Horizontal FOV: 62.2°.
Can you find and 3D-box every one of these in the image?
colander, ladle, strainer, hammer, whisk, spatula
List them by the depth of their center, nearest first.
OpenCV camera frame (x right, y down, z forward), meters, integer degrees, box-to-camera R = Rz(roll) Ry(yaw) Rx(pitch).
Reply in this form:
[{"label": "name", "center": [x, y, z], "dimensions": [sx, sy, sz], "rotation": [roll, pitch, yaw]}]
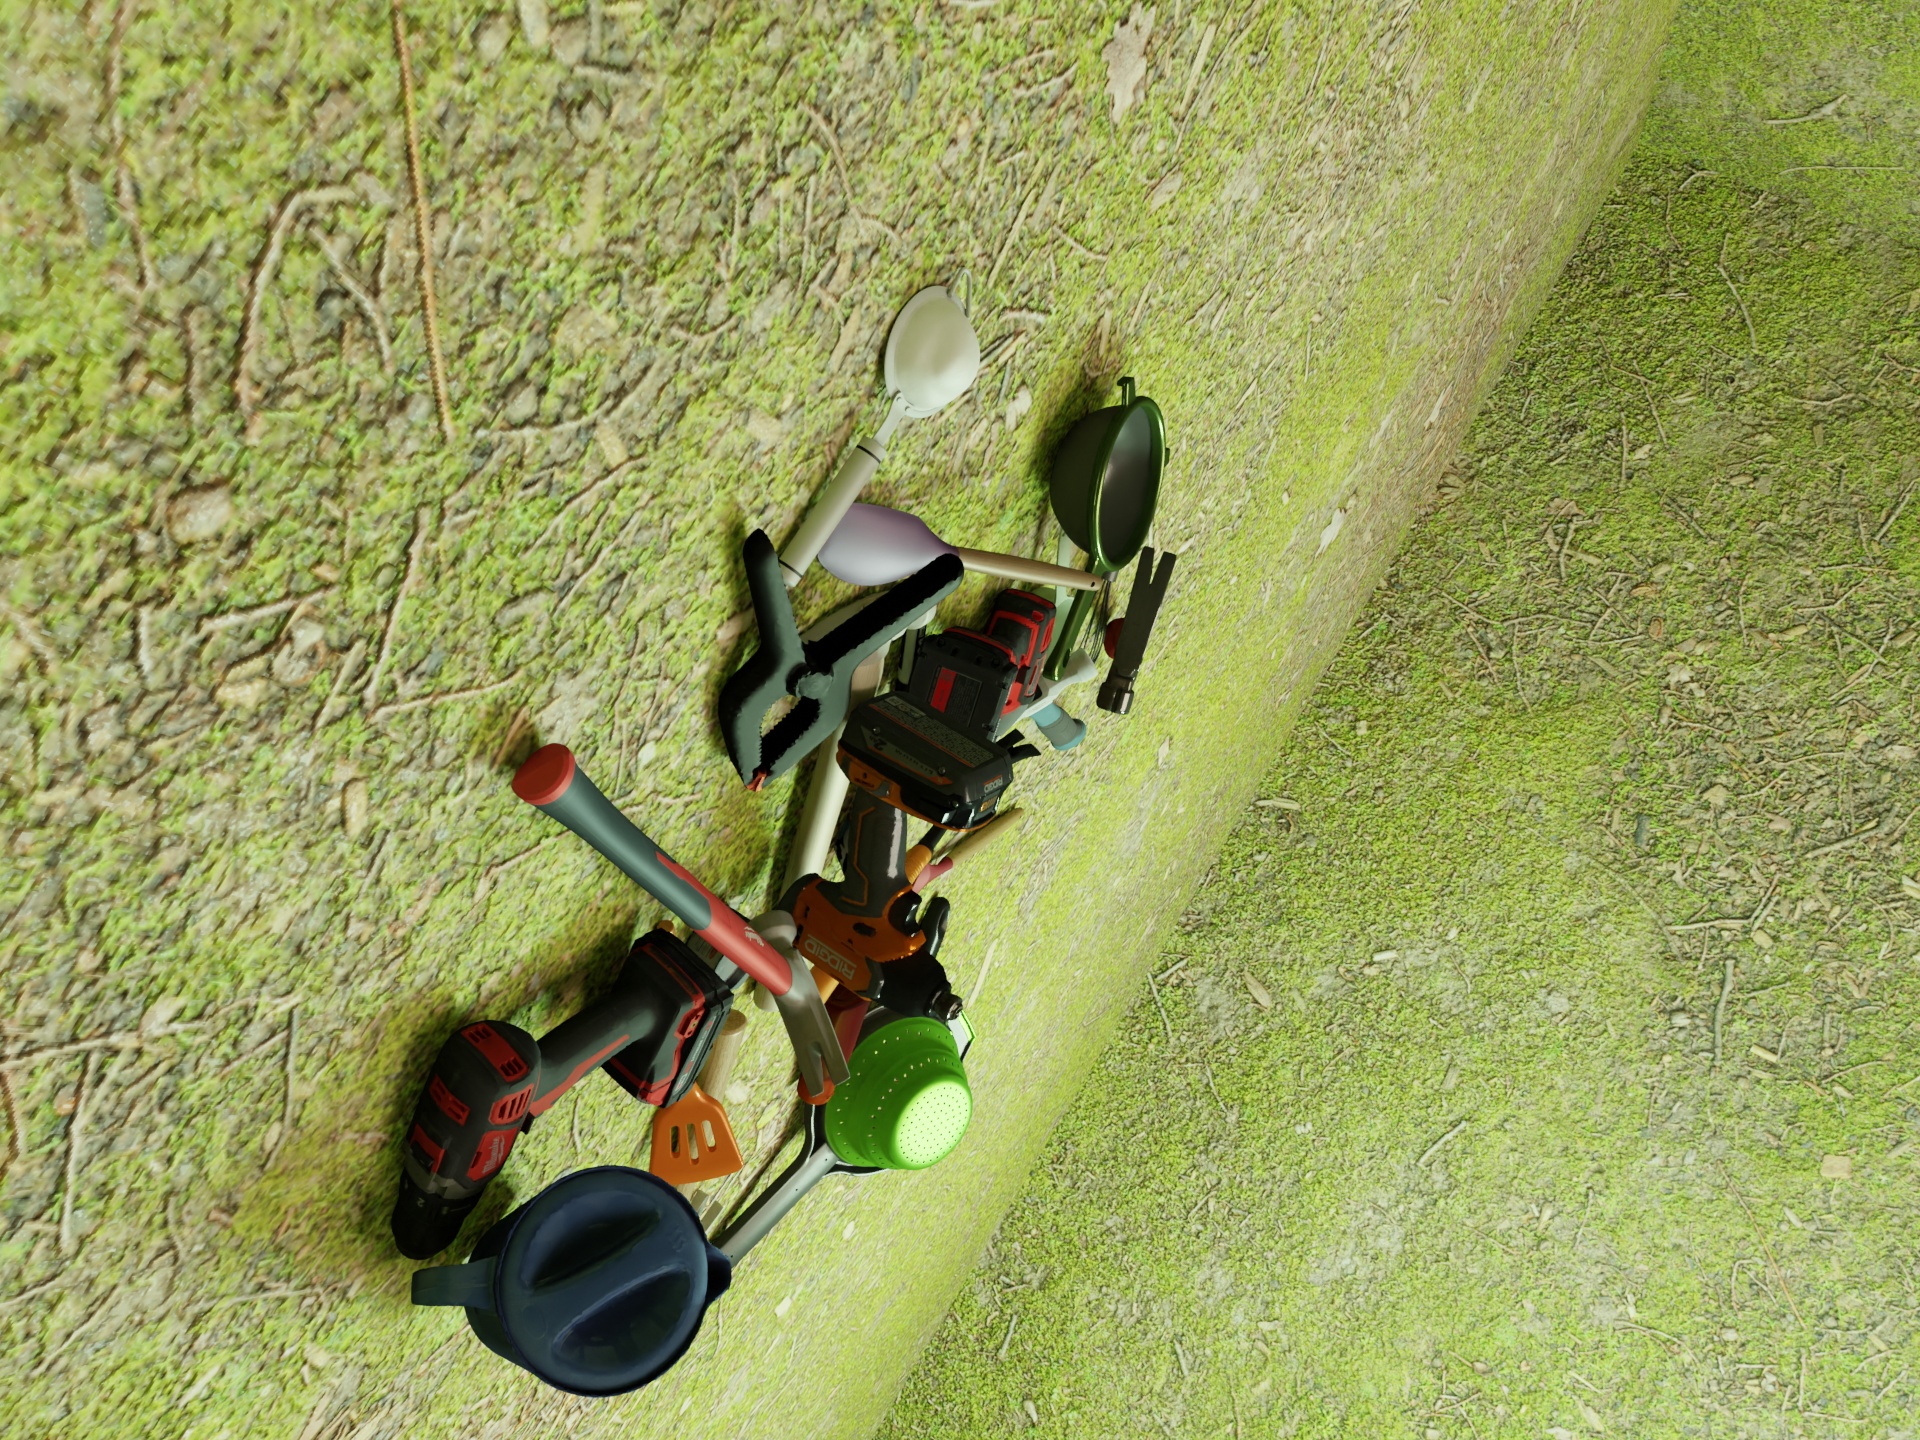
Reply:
[{"label": "hammer", "center": [-0.169, 0.128, 1.017], "dimensions": [0.038, 0.143, 0.385], "rotation": [-28, 148, 2]}, {"label": "strainer", "center": [-0.051, -0.180, 1.029], "dimensions": [0.258, 0.050, 0.086], "rotation": [-56, 145, -3]}, {"label": "spatula", "center": [0.009, -0.117, 1.185], "dimensions": [0.315, 0.018, 0.059], "rotation": [3, 117, -50]}, {"label": "spatula", "center": [-0.218, 0.266, 1.249], "dimensions": [0.081, 0.041, 0.322], "rotation": [-7, 137, -11]}, {"label": "hammer", "center": [-0.118, 0.083, 1.252], "dimensions": [0.146, 0.038, 0.410], "rotation": [-34, 149, -50]}, {"label": "strainer", "center": [0.100, -0.158, 1.355], "dimensions": [0.256, 0.069, 0.151], "rotation": [-69, 155, -9]}, {"label": "hammer", "center": [-0.048, 0.136, 1.393], "dimensions": [0.127, 0.034, 0.337], "rotation": [-34, -166, 52]}, {"label": "hammer", "center": [-0.237, 0.384, 1.400], "dimensions": [0.130, 0.031, 0.331], "rotation": [-31, 146, -55]}, {"label": "hammer", "center": [0.166, -0.092, 1.564], "dimensions": [0.359, 0.036, 0.149], "rotation": [-48, 155, -84]}, {"label": "whisk", "center": [0.140, -0.144, 1.574], "dimensions": [0.055, 0.055, 0.239], "rotation": [-12, 125, -66]}, {"label": "hammer", "center": [0.091, -0.004, 1.606], "dimensions": [0.128, 0.033, 0.331], "rotation": [-30, 169, 5]}, {"label": "colander", "center": [-0.112, 0.456, 1.645], "dimensions": [0.397, 0.095, 0.204], "rotation": [-43, 130, -18]}, {"label": "ladle", "center": [-0.001, 0.140, 1.654], "dimensions": [0.315, 0.031, 0.069], "rotation": [-29, 147, -60]}, {"label": "whisk", "center": [-0.060, 0.324, 1.734], "dimensions": [0.073, 0.073, 0.295], "rotation": [-19, 130, -63]}]

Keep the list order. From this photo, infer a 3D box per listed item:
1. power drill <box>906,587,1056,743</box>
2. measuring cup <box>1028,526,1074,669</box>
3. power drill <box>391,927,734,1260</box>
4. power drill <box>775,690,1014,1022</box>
[{"label": "power drill", "center": [0.018, -0.025, 1.344], "dimensions": [0.220, 0.078, 0.143], "rotation": [-40, 150, -69]}, {"label": "measuring cup", "center": [0.076, -0.121, 1.453], "dimensions": [0.083, 0.038, 0.167], "rotation": [-44, 151, -39]}, {"label": "power drill", "center": [-0.269, 0.247, 1.047], "dimensions": [0.226, 0.080, 0.187], "rotation": [-23, 146, -55]}, {"label": "power drill", "center": [-0.042, 0.111, 1.186], "dimensions": [0.084, 0.164, 0.226], "rotation": [-23, 138, -56]}]
